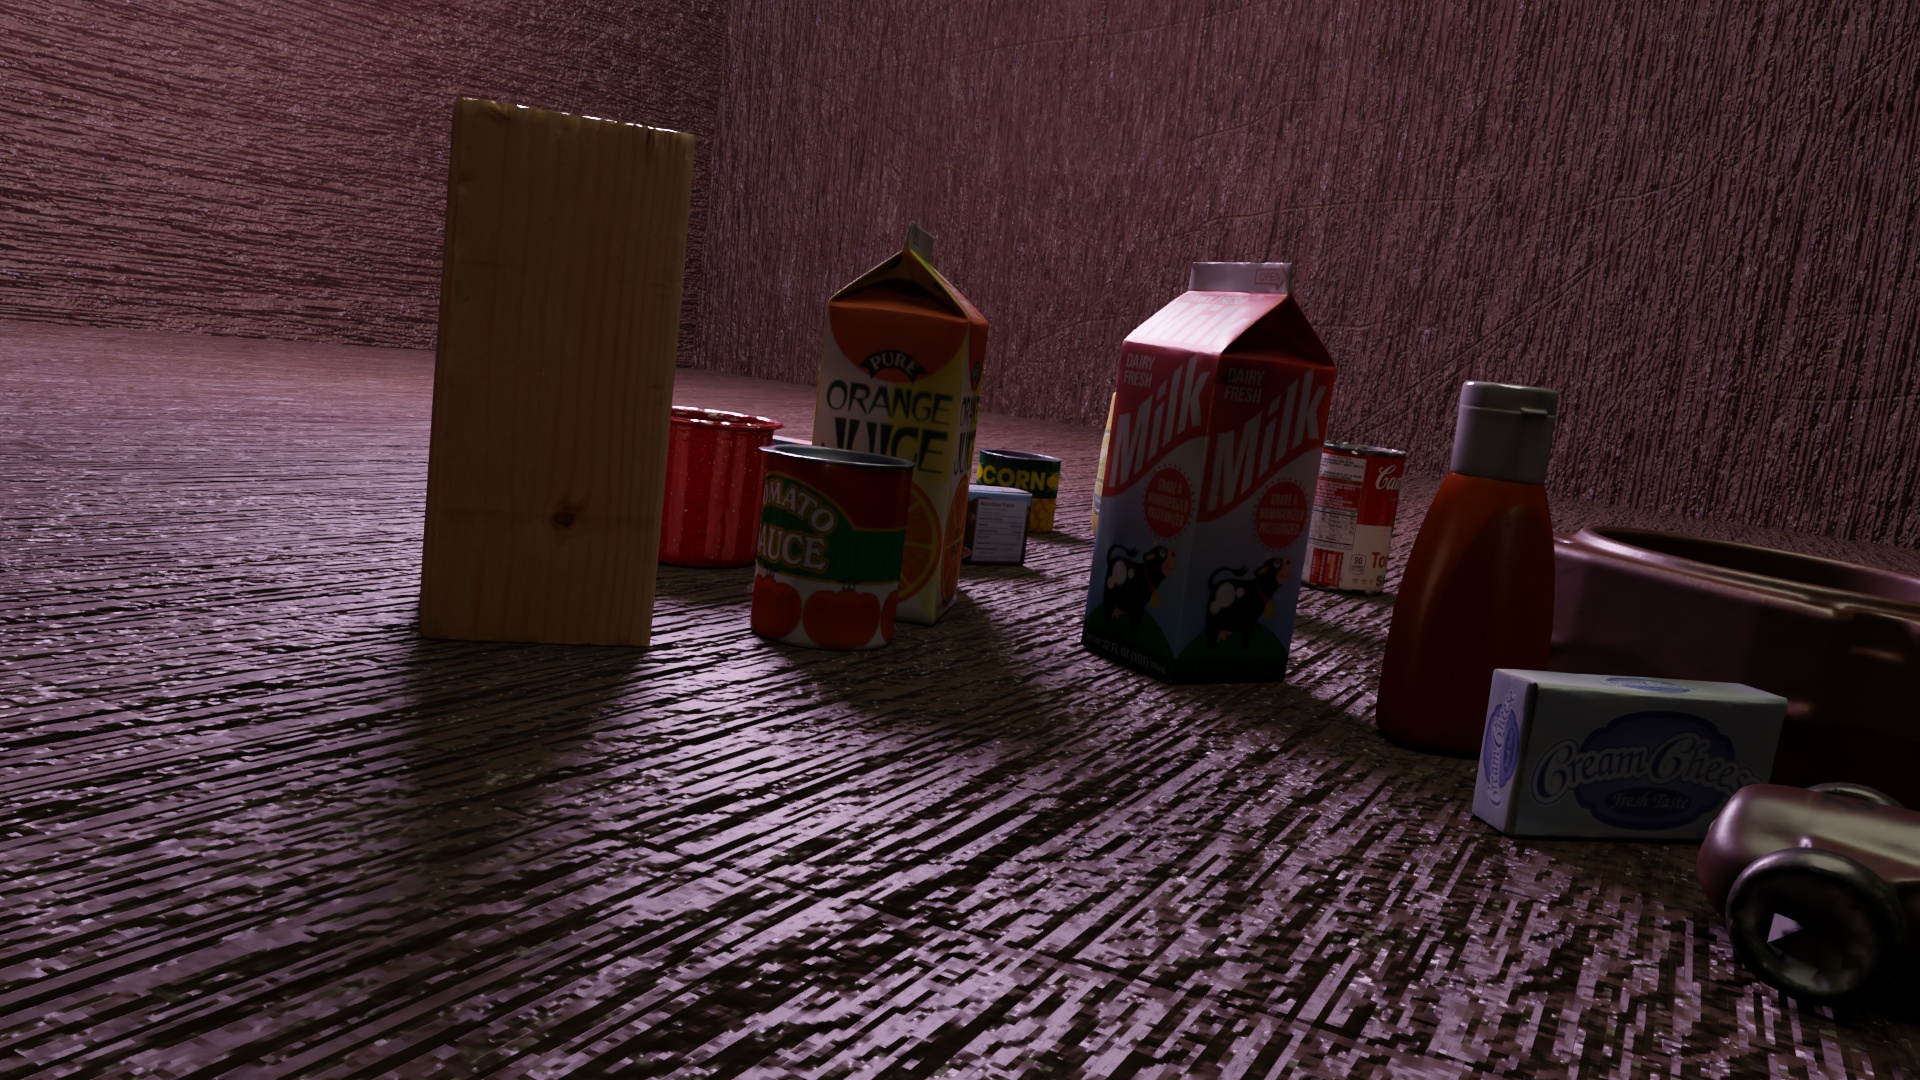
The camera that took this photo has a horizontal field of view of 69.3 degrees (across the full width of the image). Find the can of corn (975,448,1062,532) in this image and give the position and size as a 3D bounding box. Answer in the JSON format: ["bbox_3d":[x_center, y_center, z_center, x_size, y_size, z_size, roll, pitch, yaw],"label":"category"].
[{"bbox_3d":[0.044,-0.039,1.098,0.071,0.058,0.071,7,8,-1],"label":"can of corn"}]

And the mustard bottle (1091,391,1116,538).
[{"bbox_3d":[0.135,-0.075,1.062,0.049,0.160,0.065,5,8,-13],"label":"mustard bottle"}]

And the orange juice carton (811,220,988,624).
[{"bbox_3d":[-0.031,-0.061,0.703,0.073,0.192,0.072,8,7,8],"label":"orange juice carton"}]

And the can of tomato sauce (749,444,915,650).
[{"bbox_3d":[-0.060,0.002,0.625,0.071,0.083,0.071,7,8,-1],"label":"can of tomato sauce"}]

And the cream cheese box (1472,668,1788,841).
[{"bbox_3d":[0.228,0.074,0.474,0.104,0.053,0.024,5,8,-15],"label":"cream cheese box"}]

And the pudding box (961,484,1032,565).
[{"bbox_3d":[0.003,-0.011,0.893,0.084,0.049,0.030,2,9,-32],"label":"pudding box"}]

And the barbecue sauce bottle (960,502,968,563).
[{"bbox_3d":[-0.023,-0.051,0.794,0.065,0.148,0.044,12,9,33],"label":"barbecue sauce bottle"}]

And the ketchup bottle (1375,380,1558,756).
[{"bbox_3d":[0.211,0.011,0.562,0.065,0.148,0.043,5,8,-13],"label":"ketchup bottle"}]

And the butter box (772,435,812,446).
[{"bbox_3d":[-0.107,-0.046,1.032,0.103,0.053,0.024,9,8,14],"label":"butter box"}]

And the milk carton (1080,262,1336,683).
[{"bbox_3d":[0.117,-0.034,0.648,0.073,0.190,0.072,3,9,-31],"label":"milk carton"}]
